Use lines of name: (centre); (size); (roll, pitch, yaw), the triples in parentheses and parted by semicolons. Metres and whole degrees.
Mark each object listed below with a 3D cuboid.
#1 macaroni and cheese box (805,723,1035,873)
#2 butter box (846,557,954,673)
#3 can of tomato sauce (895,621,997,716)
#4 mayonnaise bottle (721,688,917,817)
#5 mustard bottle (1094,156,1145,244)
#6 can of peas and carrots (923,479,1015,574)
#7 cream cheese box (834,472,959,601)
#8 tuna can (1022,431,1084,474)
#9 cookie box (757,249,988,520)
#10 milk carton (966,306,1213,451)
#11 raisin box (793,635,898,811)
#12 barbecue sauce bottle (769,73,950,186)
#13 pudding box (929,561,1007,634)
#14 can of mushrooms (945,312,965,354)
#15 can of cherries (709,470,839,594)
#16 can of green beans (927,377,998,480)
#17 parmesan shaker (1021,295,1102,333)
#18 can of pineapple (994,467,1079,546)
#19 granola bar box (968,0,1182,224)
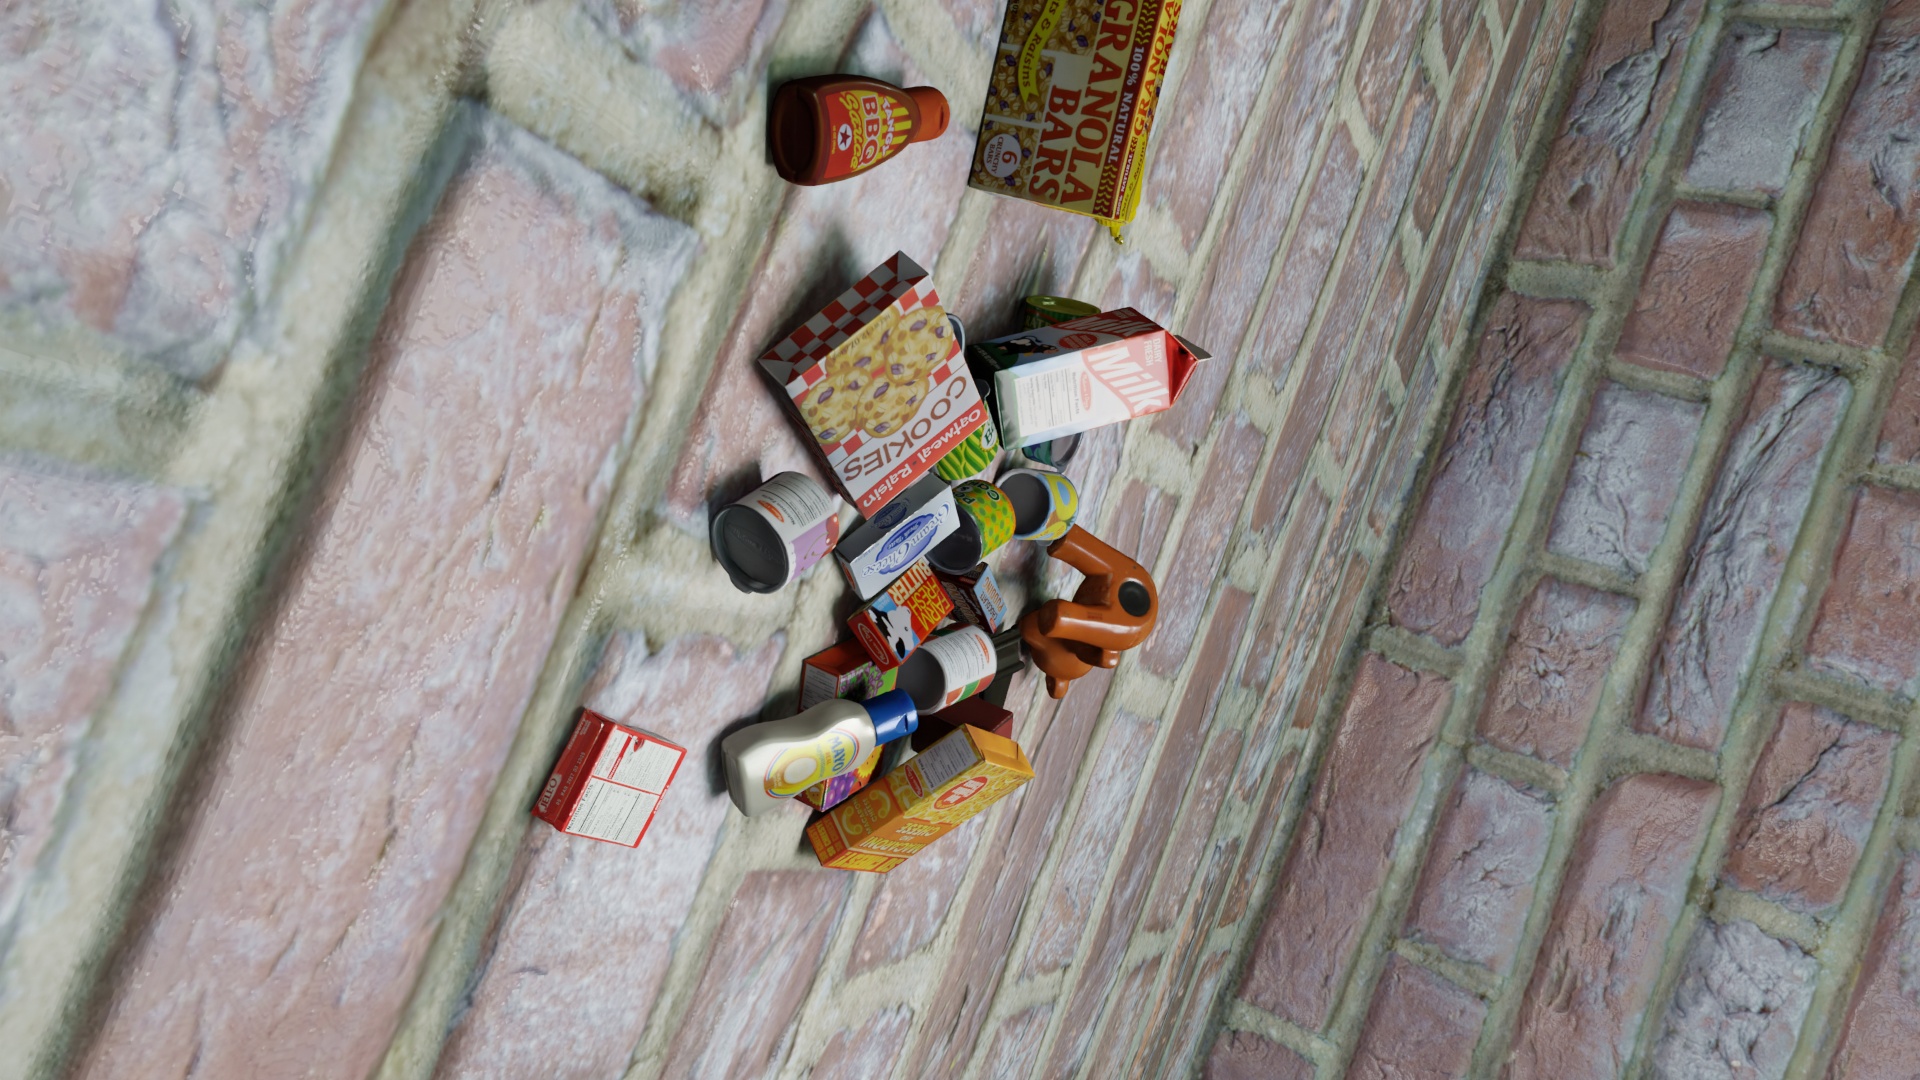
macaroni and cheese box: (-0.032, 0.223, 1.185); (0.166, 0.040, 0.123); (-34, 154, 11)
butter box: (-0.047, 0.058, 1.120); (0.053, 0.024, 0.104); (57, 34, -8)
can of tomato sauce: (-0.018, 0.112, 1.209); (0.083, 0.071, 0.071); (-16, 121, -58)
mayonnaise bottle: (-0.103, 0.152, 1.040); (0.148, 0.041, 0.064); (-19, 121, -27)
mustard bottle: (0.133, -0.327, 1.218); (0.065, 0.049, 0.159); (-50, 147, -35)
can of peas and carrots: (0.004, -0.015, 1.166); (0.059, 0.071, 0.070); (-33, 135, -51)
cream cheese box: (-0.048, -0.003, 1.090); (0.104, 0.024, 0.053); (-39, 145, -18)
tuna can: (0.087, -0.100, 1.300); (0.071, 0.033, 0.070); (-41, 141, -44)
cookie box: (-0.056, -0.105, 0.977); (0.123, 0.040, 0.166); (-40, 146, -9)
milk carton: (0.109, -0.140, 1.151); (0.191, 0.072, 0.073); (-15, 119, -12)
raisin box: (-0.093, 0.145, 1.118); (0.086, 0.040, 0.123); (-23, 128, -57)
barbecue sauce bottle: (-0.061, -0.270, 0.897); (0.149, 0.044, 0.064); (-32, 134, -52)
pudding box: (0.006, 0.045, 1.225); (0.030, 0.050, 0.083); (-60, 152, -24)
can of mushrooms: (-0.027, -0.145, 1.055); (0.071, 0.033, 0.070); (-41, 142, -43)
can of cherries: (-0.125, -0.005, 0.932); (0.059, 0.071, 0.071); (-40, 140, -47)
can of green beans: (-0.007, -0.089, 1.093); (0.071, 0.071, 0.057); (-58, 151, -23)
parmesan shaker: (0.083, -0.155, 1.214); (0.071, 0.071, 0.102); (-23, 127, -56)
can of pineapple: (0.068, -0.031, 1.270); (0.058, 0.071, 0.071); (2, 106, -61)
granola bar box: (0.084, -0.332, 1.039); (0.039, 0.124, 0.165); (-10, 116, -61)
